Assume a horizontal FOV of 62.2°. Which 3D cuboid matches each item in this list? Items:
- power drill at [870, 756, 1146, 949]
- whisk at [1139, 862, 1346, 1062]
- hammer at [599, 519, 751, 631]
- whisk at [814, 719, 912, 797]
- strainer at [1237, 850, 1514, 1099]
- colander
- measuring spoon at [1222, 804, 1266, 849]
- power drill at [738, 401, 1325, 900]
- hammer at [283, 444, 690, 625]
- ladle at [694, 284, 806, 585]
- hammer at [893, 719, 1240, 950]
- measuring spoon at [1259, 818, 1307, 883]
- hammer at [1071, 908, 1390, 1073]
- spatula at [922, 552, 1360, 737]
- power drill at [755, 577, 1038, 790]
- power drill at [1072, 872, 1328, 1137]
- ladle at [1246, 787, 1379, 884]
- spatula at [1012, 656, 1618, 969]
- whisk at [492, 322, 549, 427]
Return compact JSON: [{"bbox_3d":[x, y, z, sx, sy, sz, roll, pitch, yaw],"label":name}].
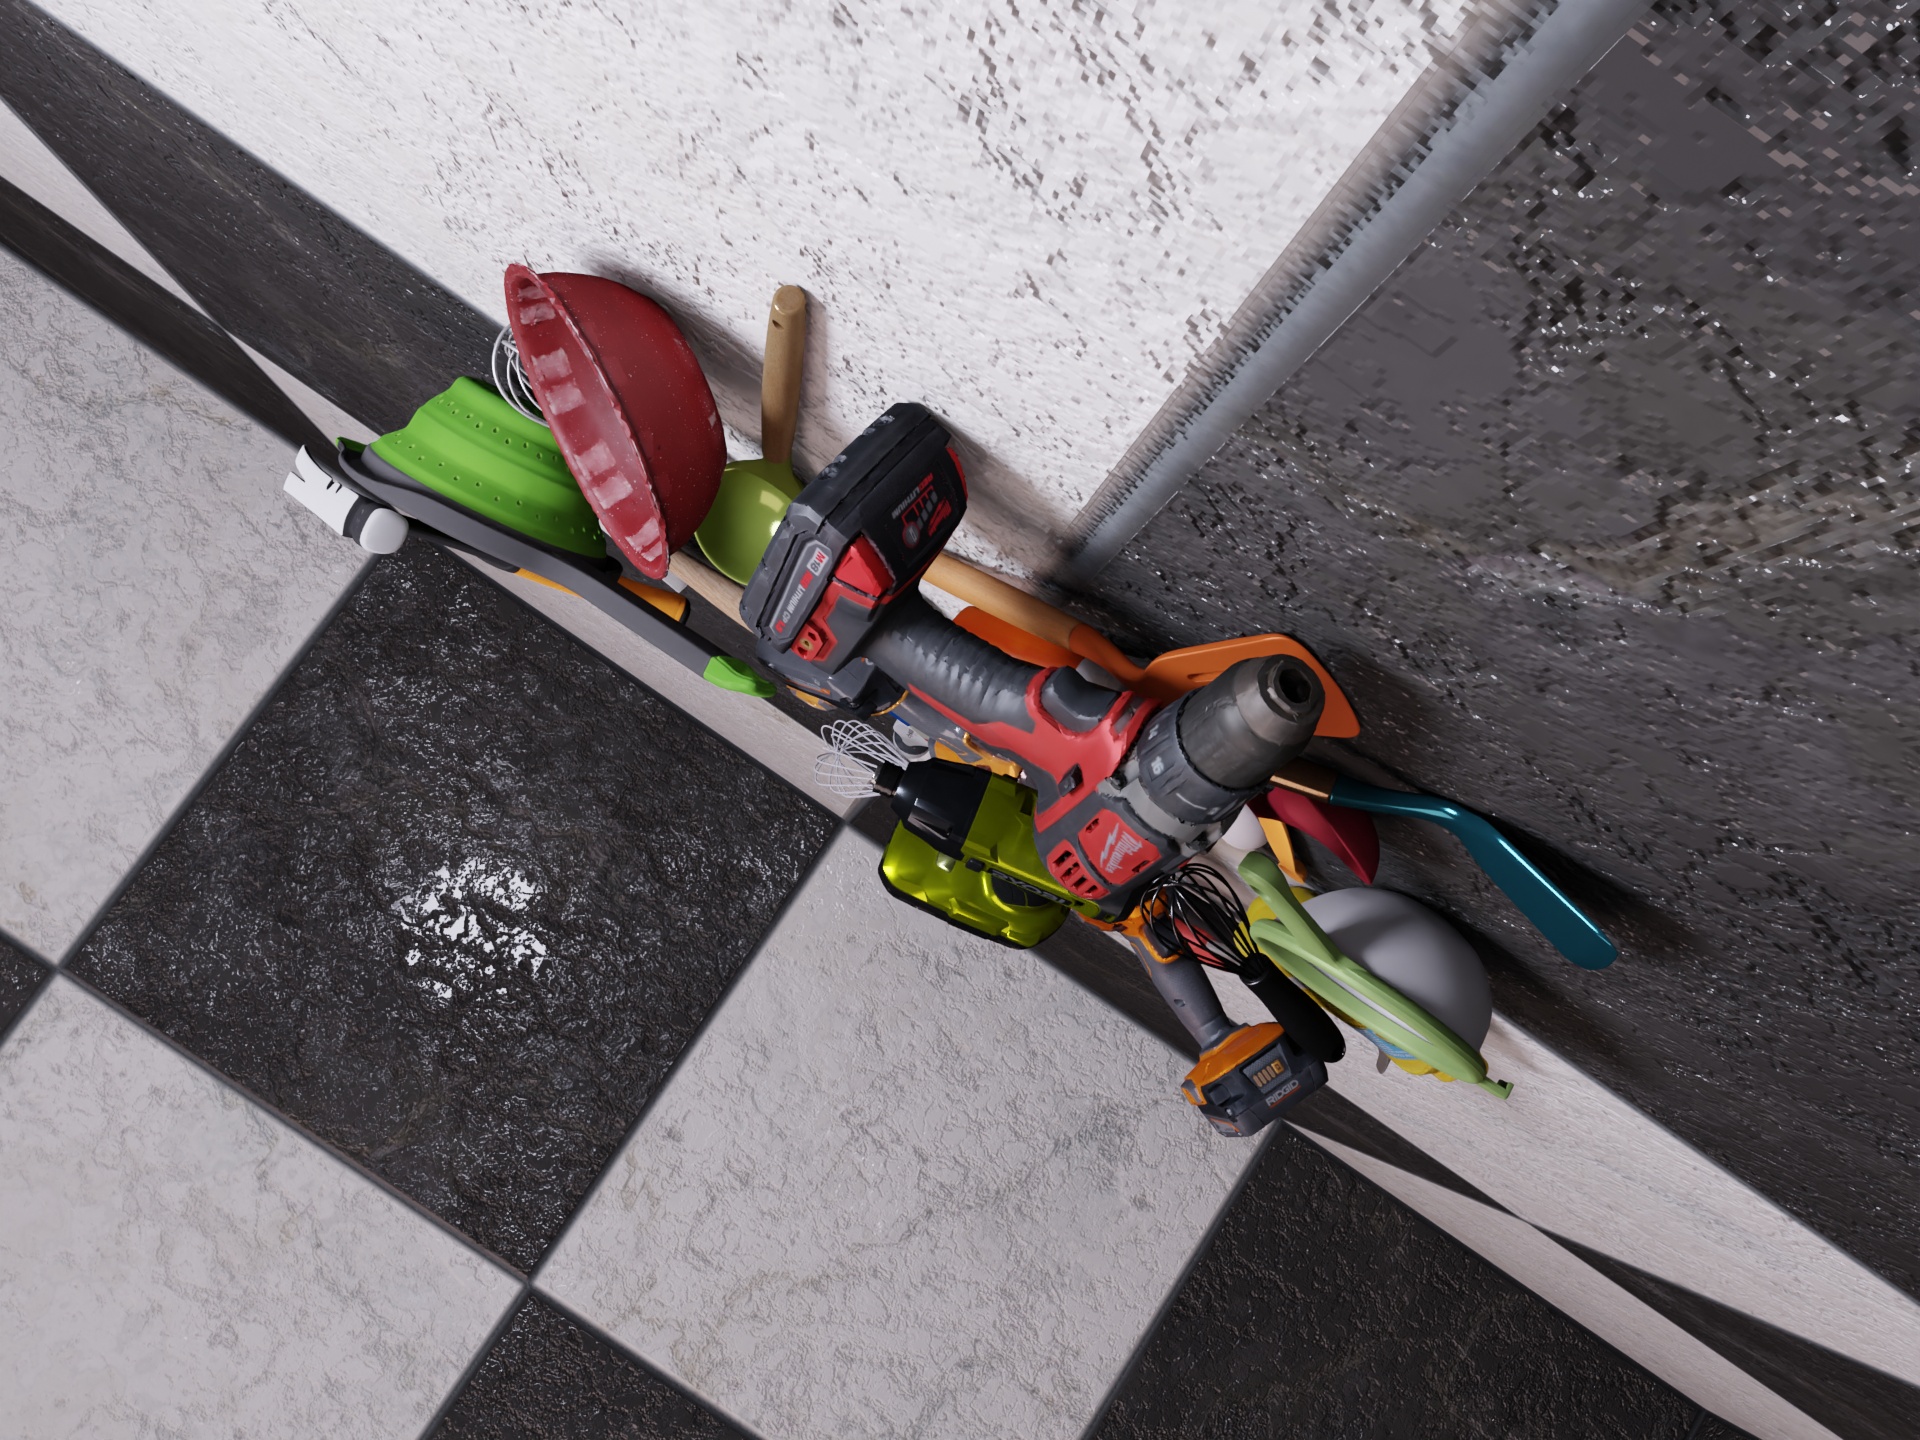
[{"bbox_3d":[0.018,0.083,1.027,0.171,0.080,0.223,23,165,-1],"label":"power drill"},{"bbox_3d":[0.184,0.159,0.995,0.238,0.055,0.055,44,167,-36],"label":"whisk"},{"bbox_3d":[-0.188,-0.101,1.246,0.332,0.031,0.129,33,174,37],"label":"hammer"},{"bbox_3d":[-0.042,0.047,1.273,0.070,0.070,0.285,39,168,-29],"label":"whisk"},{"bbox_3d":[0.219,0.112,0.866,0.152,0.069,0.256,30,170,42],"label":"strainer"},{"bbox_3d":[-0.256,-0.139,1.076,0.397,0.094,0.204,31,-172,28],"label":"colander"},{"bbox_3d":[0.125,0.024,0.821,0.124,0.018,0.034,58,171,-31],"label":"measuring spoon"},{"bbox_3d":[0.030,-0.028,0.668,0.226,0.080,0.188,41,148,-1],"label":"power drill"},{"bbox_3d":[-0.331,-0.121,1.187,0.127,0.034,0.336,32,-172,35],"label":"hammer"},{"bbox_3d":[-0.096,-0.131,0.776,0.078,0.062,0.320,35,168,-2],"label":"ladle"},{"bbox_3d":[0.120,0.107,1.307,0.409,0.036,0.149,33,170,2],"label":"hammer"},{"bbox_3d":[0.192,0.070,0.944,0.021,0.011,0.116,35,169,32],"label":"measuring spoon"},{"bbox_3d":[0.175,0.176,1.268,0.359,0.037,0.149,20,157,30],"label":"hammer"},{"bbox_3d":[0.048,-0.054,0.771,0.323,0.041,0.080,31,170,46],"label":"spatula"},{"bbox_3d":[-0.002,-0.003,1.033,0.226,0.084,0.185,36,170,-36],"label":"power drill"},{"bbox_3d":[0.159,0.178,1.123,0.226,0.084,0.164,56,171,12],"label":"power drill"},{"bbox_3d":[0.154,0.047,0.898,0.069,0.031,0.315,54,169,-9],"label":"ladle"},{"bbox_3d":[0.141,0.031,0.724,0.317,0.044,0.082,21,171,16],"label":"spatula"},{"bbox_3d":[-0.167,-0.152,0.935,0.246,0.059,0.058,35,172,-32],"label":"whisk"}]
